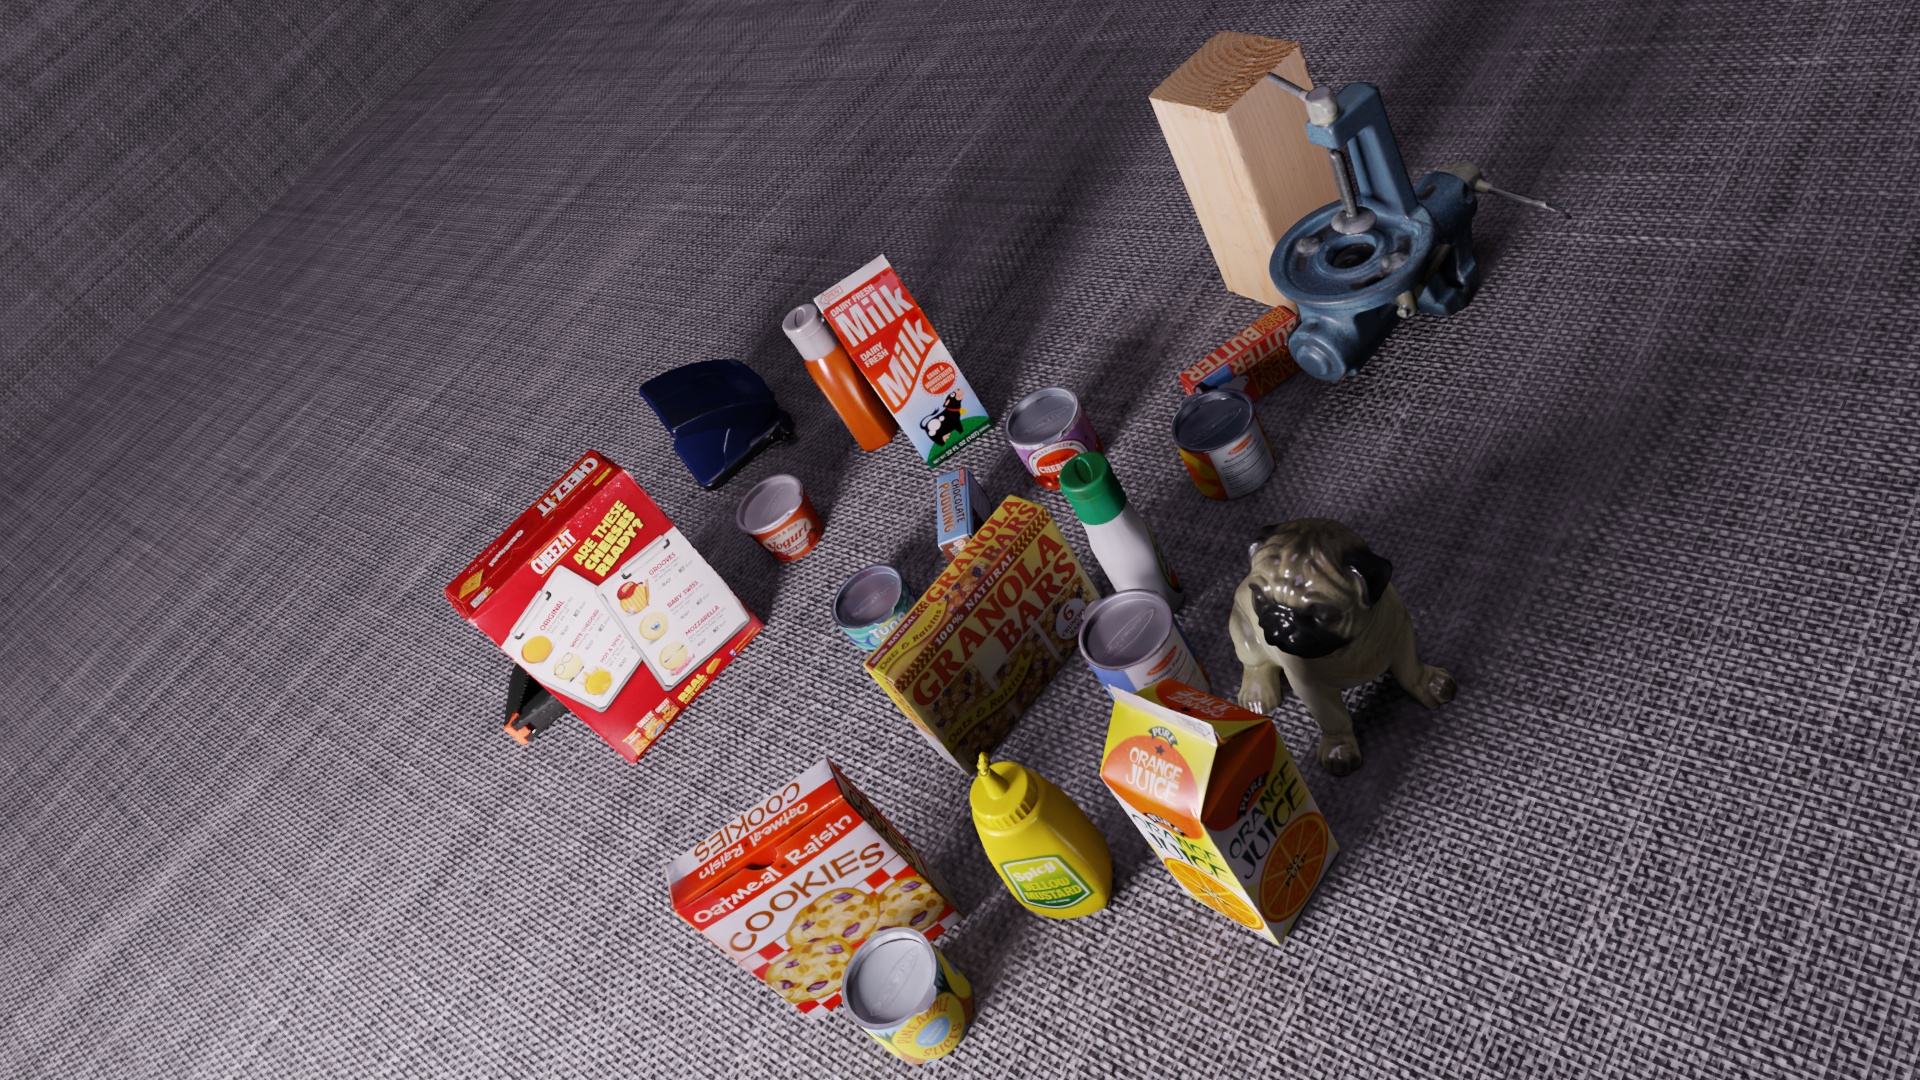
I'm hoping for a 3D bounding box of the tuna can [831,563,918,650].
[{"bbox_3d":[-0.068,0.056,1.134,0.071,0.032,0.071,-18,43,18],"label":"tuna can"}]

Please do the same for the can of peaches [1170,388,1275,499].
[{"bbox_3d":[0.201,-0.075,1.065,0.071,0.058,0.071,-18,43,18],"label":"can of peaches"}]

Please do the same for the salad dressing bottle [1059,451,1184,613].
[{"bbox_3d":[0.114,-0.001,0.983,0.044,0.147,0.064,-27,41,8],"label":"salad dressing bottle"}]

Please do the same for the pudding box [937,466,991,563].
[{"bbox_3d":[0.004,-0.014,1.141,0.030,0.049,0.084,-20,43,17],"label":"pudding box"}]

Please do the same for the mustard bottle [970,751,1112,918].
[{"bbox_3d":[0.042,0.177,0.849,0.065,0.159,0.049,-16,44,21],"label":"mustard bottle"}]

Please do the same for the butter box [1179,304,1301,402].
[{"bbox_3d":[0.229,-0.138,1.111,0.103,0.053,0.024,-36,41,-1],"label":"butter box"}]

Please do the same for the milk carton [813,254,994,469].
[{"bbox_3d":[-0.051,-0.160,1.209,0.072,0.190,0.074,-34,41,1],"label":"milk carton"}]

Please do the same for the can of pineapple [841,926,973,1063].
[{"bbox_3d":[-0.031,0.287,0.870,0.071,0.057,0.071,-18,43,18],"label":"can of pineapple"}]

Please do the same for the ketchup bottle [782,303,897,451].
[{"bbox_3d":[-0.109,-0.152,1.271,0.043,0.148,0.065,-22,42,14],"label":"ketchup bottle"}]

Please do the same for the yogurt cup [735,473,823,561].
[{"bbox_3d":[-0.160,-0.018,1.248,0.072,0.053,0.073,-18,43,18],"label":"yogurt cup"}]

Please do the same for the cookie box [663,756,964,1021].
[{"bbox_3d":[-0.089,0.225,0.883,0.123,0.167,0.040,-35,41,0],"label":"cookie box"}]

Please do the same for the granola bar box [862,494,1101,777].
[{"bbox_3d":[0.021,0.068,0.995,0.039,0.123,0.166,24,67,45],"label":"granola bar box"}]

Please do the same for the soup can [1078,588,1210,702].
[{"bbox_3d":[0.125,0.082,0.945,0.071,0.083,0.072,-18,43,18],"label":"soup can"}]

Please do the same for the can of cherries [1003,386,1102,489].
[{"bbox_3d":[0.078,-0.083,1.153,0.071,0.058,0.072,-18,43,18],"label":"can of cherries"}]

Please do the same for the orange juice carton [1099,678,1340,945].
[{"bbox_3d":[0.144,0.145,0.789,0.072,0.192,0.073,20,64,44],"label":"orange juice carton"}]
